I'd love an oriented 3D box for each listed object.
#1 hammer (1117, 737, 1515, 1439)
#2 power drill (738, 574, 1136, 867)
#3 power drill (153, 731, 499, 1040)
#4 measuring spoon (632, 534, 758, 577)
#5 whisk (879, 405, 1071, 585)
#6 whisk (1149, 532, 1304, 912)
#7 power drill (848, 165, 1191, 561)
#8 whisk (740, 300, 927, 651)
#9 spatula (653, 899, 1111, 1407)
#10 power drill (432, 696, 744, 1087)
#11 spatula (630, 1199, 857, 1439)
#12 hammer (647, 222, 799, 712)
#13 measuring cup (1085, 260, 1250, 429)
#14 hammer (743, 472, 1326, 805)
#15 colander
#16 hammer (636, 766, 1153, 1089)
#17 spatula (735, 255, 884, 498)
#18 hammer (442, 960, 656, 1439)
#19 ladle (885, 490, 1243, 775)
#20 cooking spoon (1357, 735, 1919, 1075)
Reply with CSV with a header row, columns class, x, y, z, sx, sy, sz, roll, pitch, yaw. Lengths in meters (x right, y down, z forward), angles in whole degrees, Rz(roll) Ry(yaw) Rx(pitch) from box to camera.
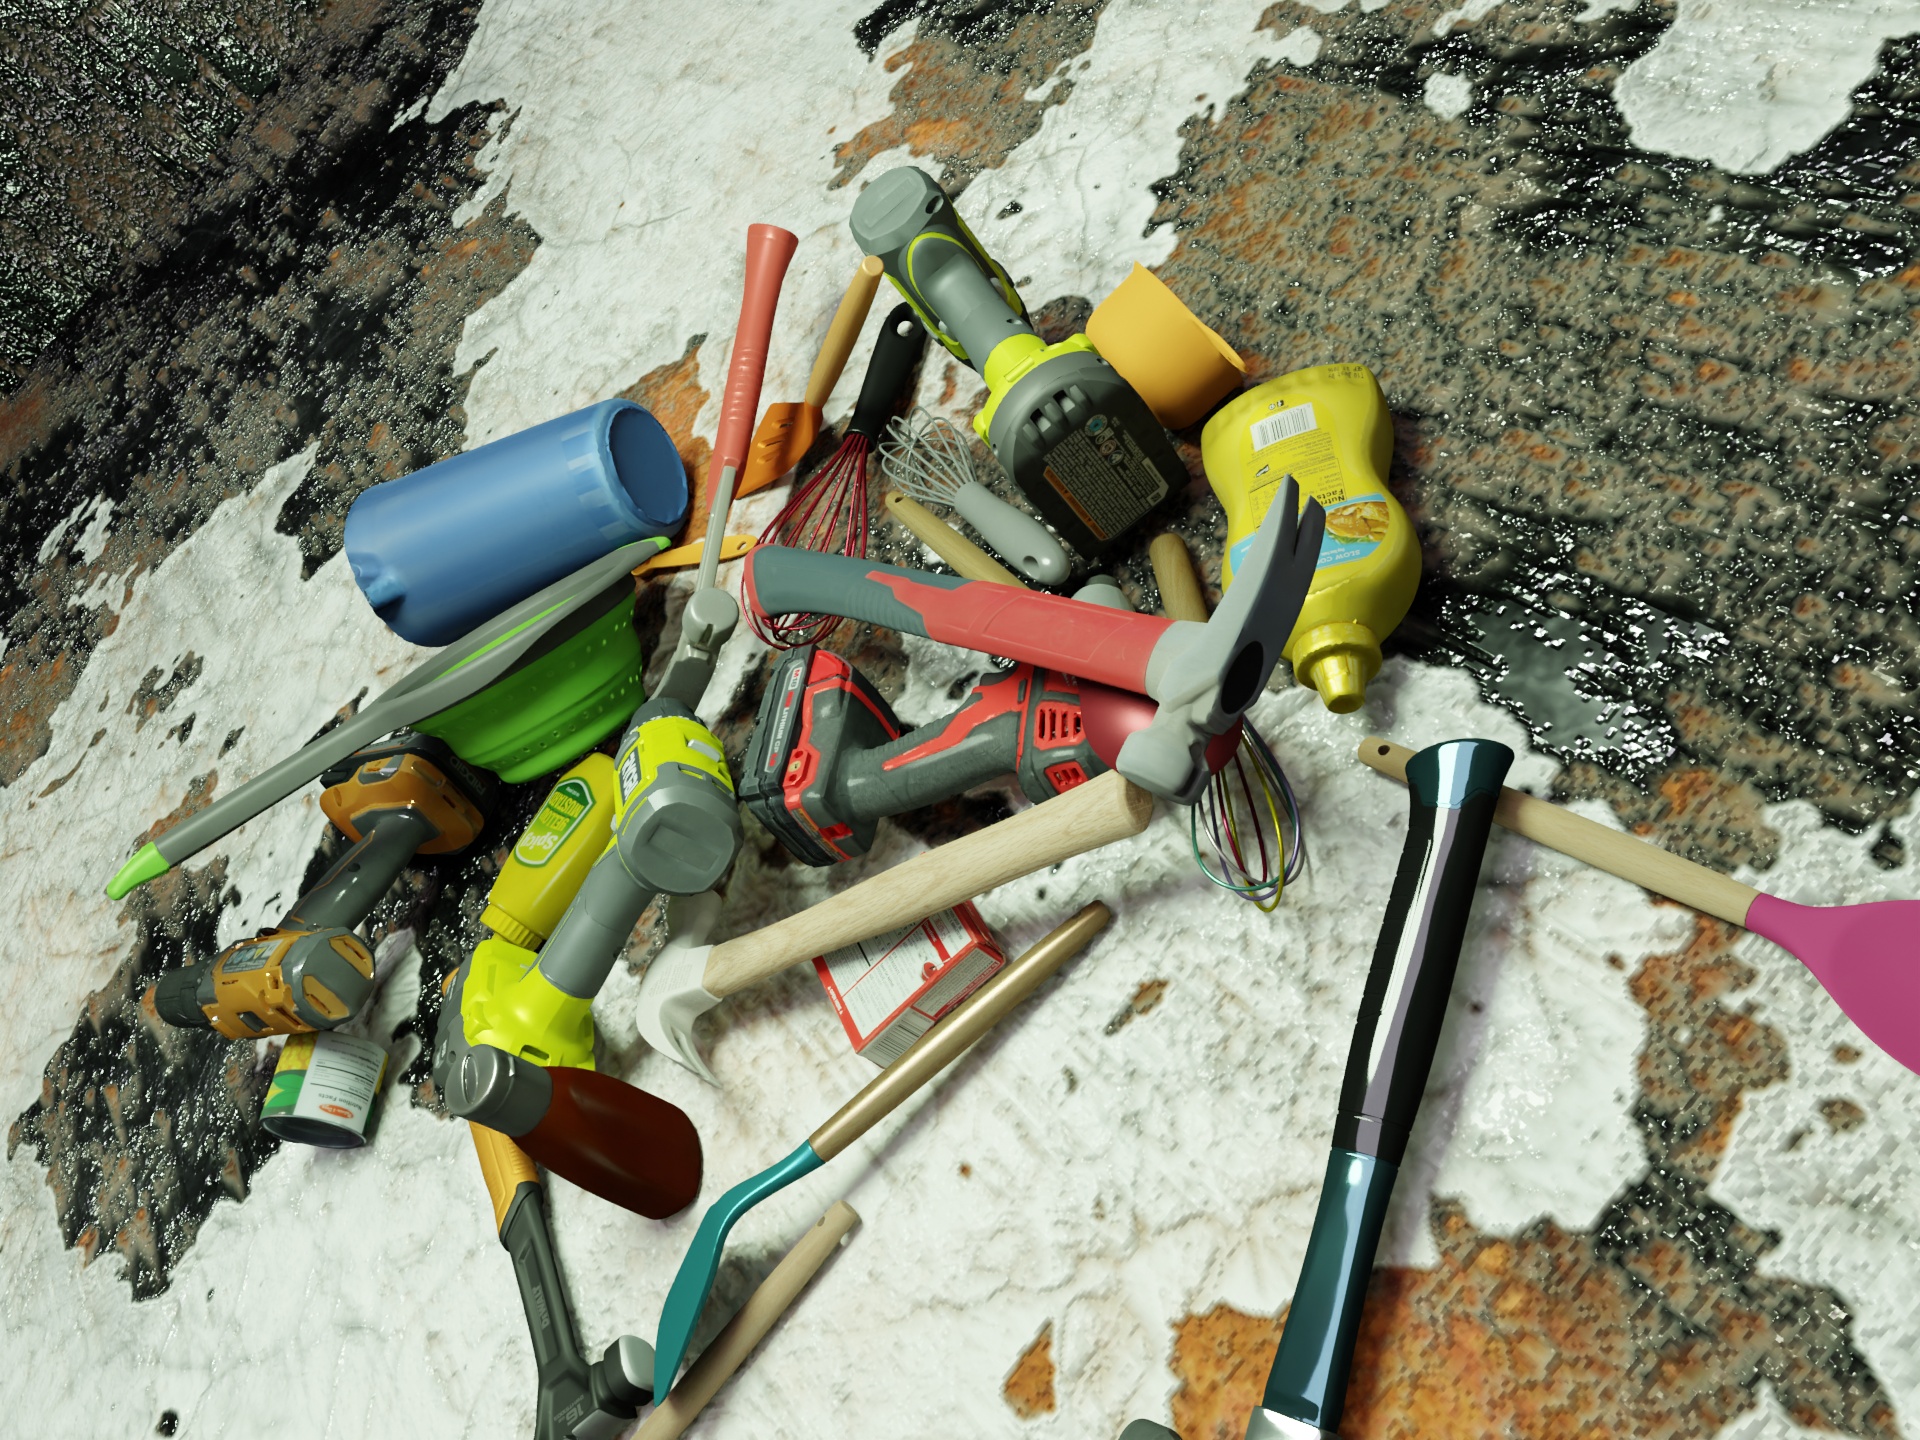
class,x,y,z,sx,sy,sz,roll,pitch,yaw
hammer,0.163,0.160,0.634,0.128,0.033,0.331,6,69,40
power drill,-0.001,-0.003,0.857,0.220,0.078,0.143,-13,47,27
power drill,-0.434,0.118,1.079,0.185,0.084,0.226,-12,38,32
measuring spoon,-0.189,-0.116,1.135,0.117,0.011,0.021,-7,52,31
whisk,0.008,-0.133,0.939,0.055,0.055,0.239,-46,36,4
whisk,0.124,-0.006,0.790,0.051,0.047,0.245,-20,46,12
power drill,0.035,-0.202,0.913,0.080,0.171,0.223,-38,53,10
whisk,-0.073,-0.168,1.041,0.073,0.073,0.296,-5,53,36
spatula,-0.043,0.201,0.782,0.317,0.044,0.082,-40,13,-1
power drill,-0.207,0.098,0.912,0.228,0.080,0.191,-56,22,9
spatula,-0.156,0.359,0.774,0.316,0.018,0.060,-50,23,-1
hammer,-0.153,-0.181,1.059,0.149,0.036,0.359,132,148,-59
measuring cup,0.115,-0.191,0.860,0.052,0.095,0.174,-42,19,11
hammer,0.007,-0.068,0.796,0.387,0.038,0.143,18,78,51
colander,-0.338,0.021,1.021,0.397,0.094,0.204,-37,17,-23
hammer,-0.046,0.097,0.807,0.331,0.031,0.130,-26,39,32
spatula,-0.097,-0.219,1.015,0.322,0.041,0.081,143,148,-71
hammer,-0.261,0.269,0.911,0.127,0.034,0.337,-40,44,8
ladle,0.034,-0.059,0.813,0.069,0.031,0.316,-37,40,-8
cooking spoon,0.287,0.064,0.625,0.319,0.017,0.069,27,80,45
